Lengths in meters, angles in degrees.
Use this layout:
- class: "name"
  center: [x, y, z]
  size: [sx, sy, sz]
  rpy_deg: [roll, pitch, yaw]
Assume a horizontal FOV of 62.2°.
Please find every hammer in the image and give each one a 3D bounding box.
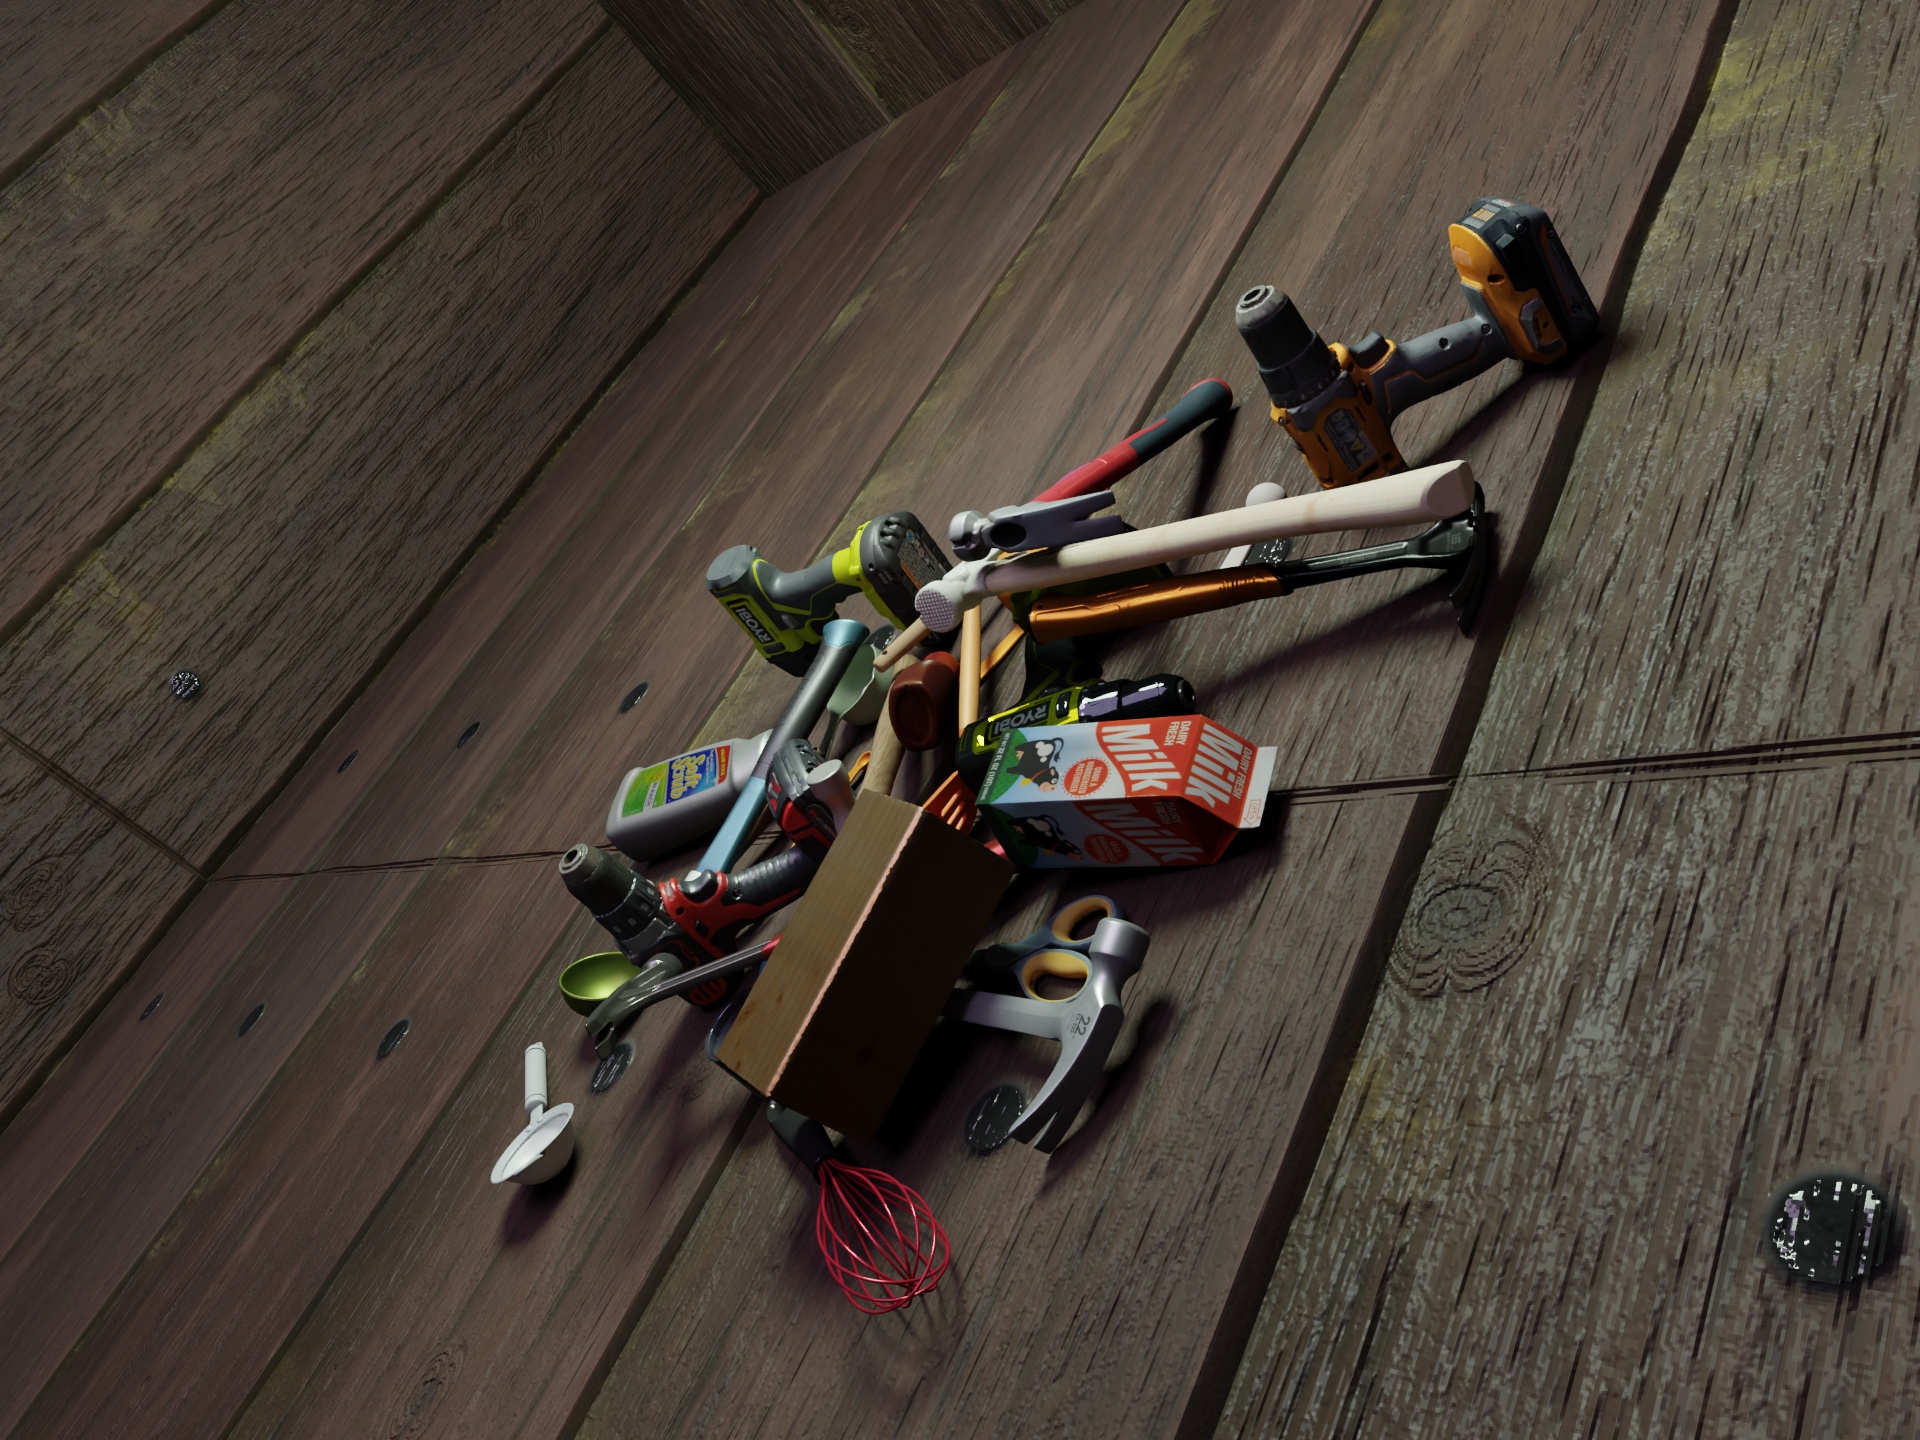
- class: "hammer"
  center: [0.165, -0.134, 1.141]
  size: [0.411, 0.038, 0.146]
  rpy_deg: [-8, 22, 37]
- class: "hammer"
  center: [-0.099, 0.154, 1.168]
  size: [0.359, 0.036, 0.149]
  rpy_deg: [-22, 7, 11]
- class: "hammer"
  center: [0.198, -0.090, 1.128]
  size: [0.337, 0.034, 0.127]
  rpy_deg: [-9, 42, 28]
- class: "hammer"
  center: [-0.032, 0.197, 1.105]
  size: [0.405, 0.035, 0.144]
  rpy_deg: [-4, 58, 55]
- class: "hammer"
  center: [0.148, -0.217, 1.300]
  size: [0.143, 0.038, 0.386]
  rpy_deg: [-5, 22, 37]
- class: "hammer"
  center: [-0.174, 0.045, 1.445]
  size: [0.128, 0.033, 0.331]
  rpy_deg: [16, 66, 25]
- class: "hammer"
  center: [-0.059, 0.026, 1.338]
  size: [0.031, 0.130, 0.331]
  rpy_deg: [-23, 21, 16]

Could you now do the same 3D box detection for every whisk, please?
- class: "whisk"
  center: [-0.079, 0.298, 1.026]
  size: [0.073, 0.073, 0.296]
  rpy_deg: [-49, 21, -8]

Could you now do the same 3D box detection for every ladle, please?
- class: "ladle"
  center: [-0.239, 0.142, 1.444]
  size: [0.320, 0.062, 0.078]
  rpy_deg: [-49, 37, -7]

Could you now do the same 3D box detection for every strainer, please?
- class: "strainer"
  center: [-0.365, 0.338, 1.377]
  size: [0.087, 0.050, 0.259]
  rpy_deg: [-39, 21, -2]

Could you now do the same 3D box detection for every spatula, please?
- class: "spatula"
  center: [-0.002, -0.004, 1.317]
  size: [0.041, 0.080, 0.323]
  rpy_deg: [-7, 41, 8]

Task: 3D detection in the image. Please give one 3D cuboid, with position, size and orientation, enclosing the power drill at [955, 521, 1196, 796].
- class: "power drill"
  center: [0.101, -0.049, 1.242]
  size: [0.190, 0.080, 0.229]
  rpy_deg: [-20, 37, 31]

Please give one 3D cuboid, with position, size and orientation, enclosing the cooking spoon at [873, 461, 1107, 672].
- class: "cooking spoon"
  center: [0.033, -0.149, 1.484]
  size: [0.319, 0.017, 0.069]
  rpy_deg: [-44, 38, -21]

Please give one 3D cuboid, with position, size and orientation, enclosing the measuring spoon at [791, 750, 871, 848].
- class: "measuring spoon"
  center: [-0.114, 0.076, 1.437]
  size: [0.117, 0.011, 0.021]
  rpy_deg: [-52, 27, -7]

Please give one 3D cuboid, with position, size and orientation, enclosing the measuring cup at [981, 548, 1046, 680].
- class: "measuring cup"
  center: [0.043, -0.103, 1.421]
  size: [0.173, 0.052, 0.095]
  rpy_deg: [-49, 27, -11]

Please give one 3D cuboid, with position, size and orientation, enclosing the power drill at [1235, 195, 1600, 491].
- class: "power drill"
  center: [0.323, -0.285, 1.154]
  size: [0.226, 0.185, 0.084]
  rpy_deg: [-36, 26, 9]

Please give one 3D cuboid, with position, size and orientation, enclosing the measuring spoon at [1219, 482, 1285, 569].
- class: "measuring spoon"
  center: [0.223, -0.146, 1.273]
  size: [0.034, 0.018, 0.124]
  rpy_deg: [-4, 48, 52]

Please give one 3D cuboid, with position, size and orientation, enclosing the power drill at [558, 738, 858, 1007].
- class: "power drill"
  center: [-0.193, 0.117, 1.296]
  size: [0.226, 0.187, 0.080]
  rpy_deg: [-38, 34, 4]

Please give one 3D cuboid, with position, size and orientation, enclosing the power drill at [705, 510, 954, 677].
- class: "power drill"
  center: [-0.116, -0.113, 1.550]
  size: [0.223, 0.171, 0.080]
  rpy_deg: [-12, 42, 34]

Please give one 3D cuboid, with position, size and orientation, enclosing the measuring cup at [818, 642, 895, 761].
- class: "measuring cup"
  center: [-0.105, 0.010, 1.498]
  size: [0.083, 0.038, 0.168]
  rpy_deg: [1, 68, 57]
